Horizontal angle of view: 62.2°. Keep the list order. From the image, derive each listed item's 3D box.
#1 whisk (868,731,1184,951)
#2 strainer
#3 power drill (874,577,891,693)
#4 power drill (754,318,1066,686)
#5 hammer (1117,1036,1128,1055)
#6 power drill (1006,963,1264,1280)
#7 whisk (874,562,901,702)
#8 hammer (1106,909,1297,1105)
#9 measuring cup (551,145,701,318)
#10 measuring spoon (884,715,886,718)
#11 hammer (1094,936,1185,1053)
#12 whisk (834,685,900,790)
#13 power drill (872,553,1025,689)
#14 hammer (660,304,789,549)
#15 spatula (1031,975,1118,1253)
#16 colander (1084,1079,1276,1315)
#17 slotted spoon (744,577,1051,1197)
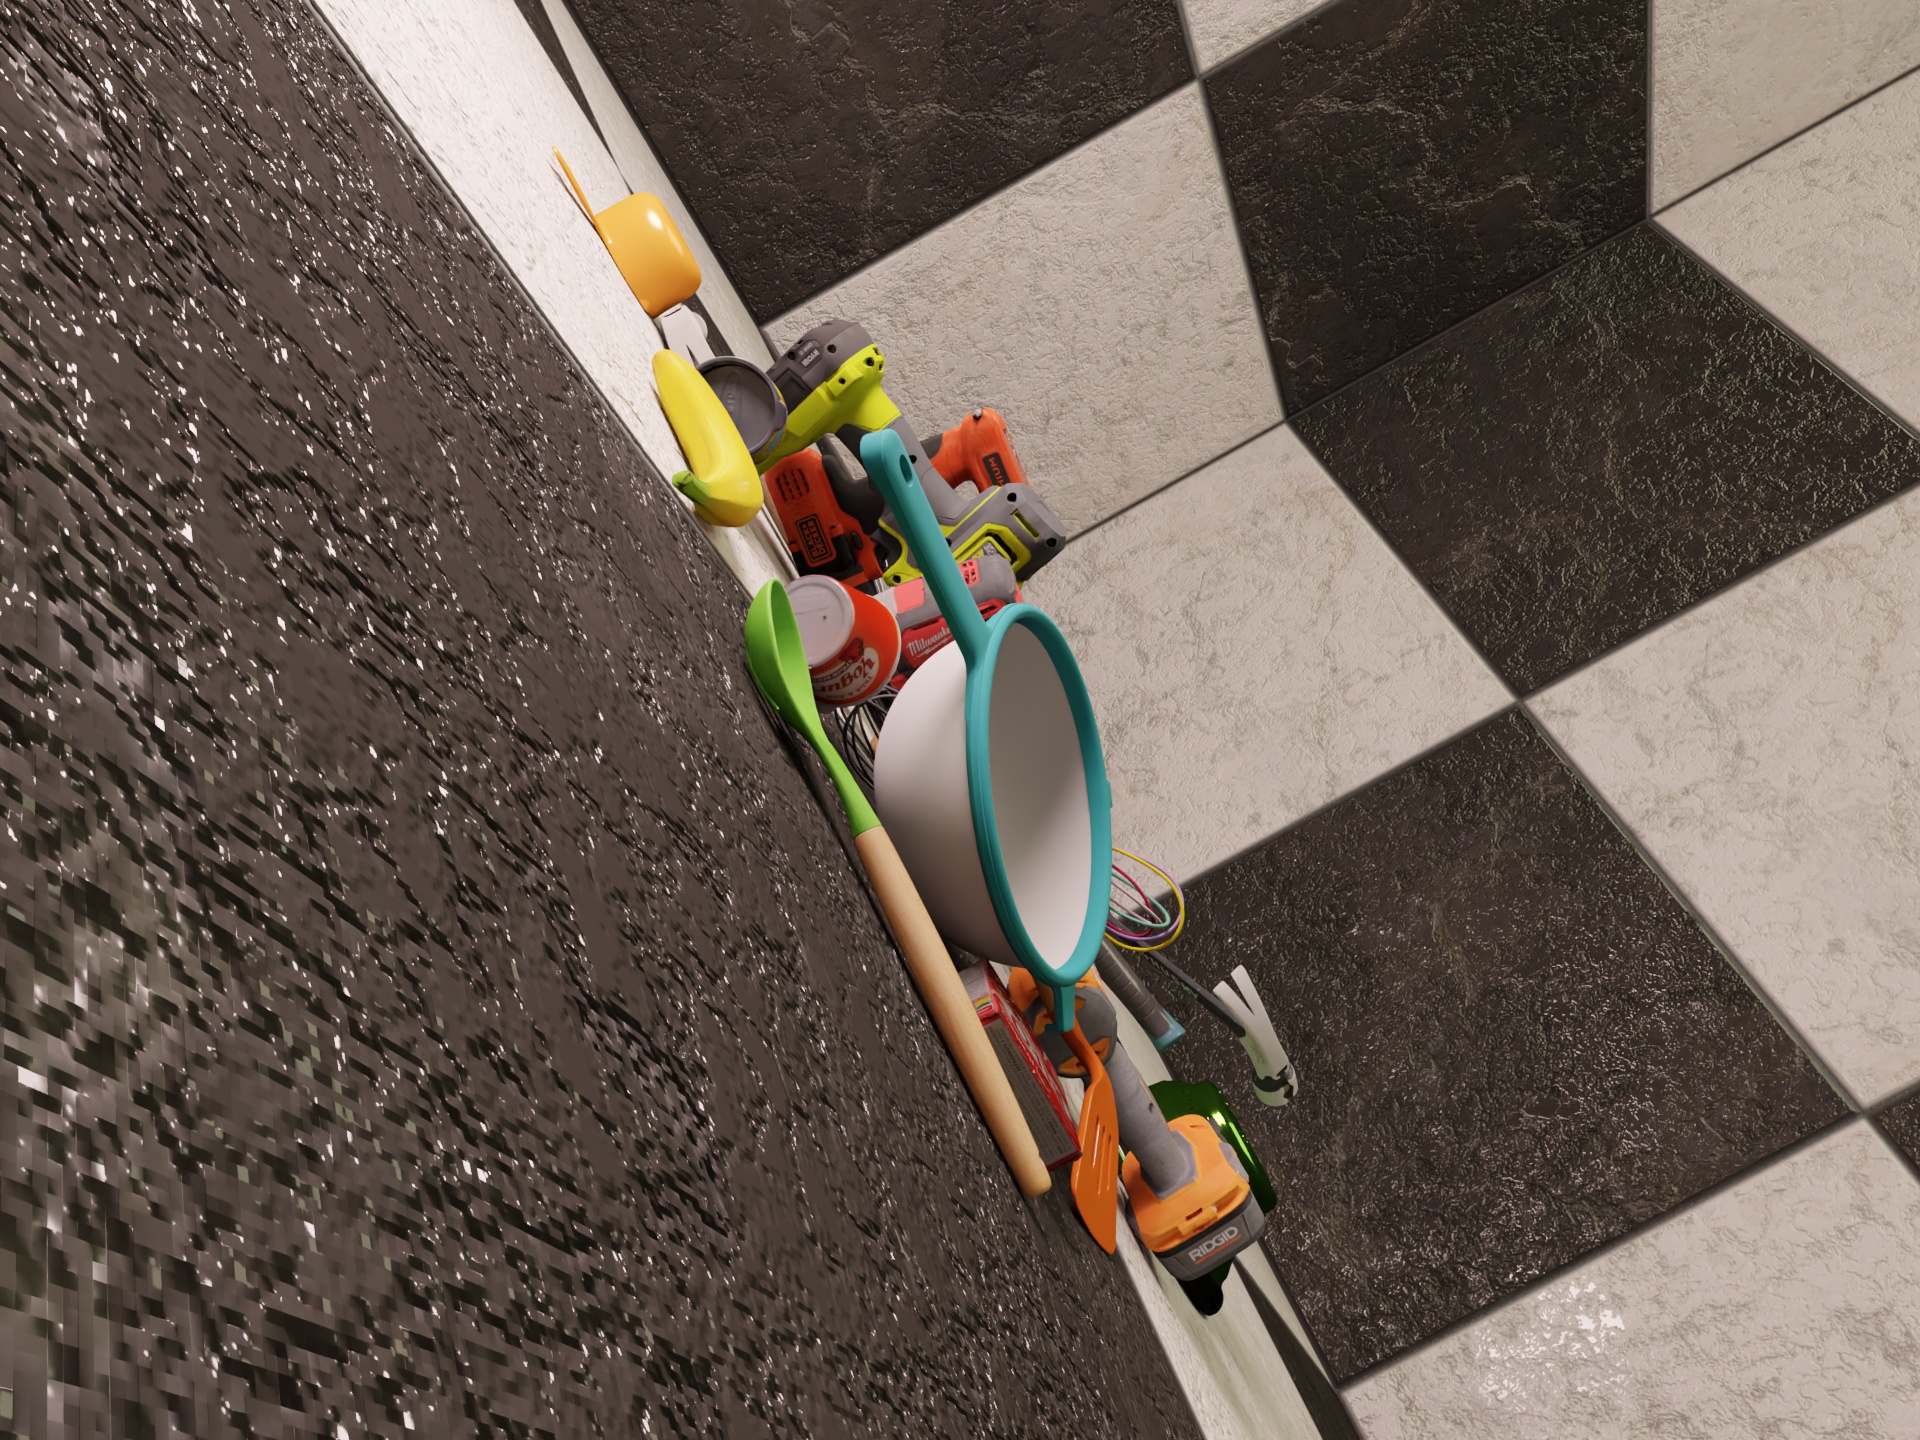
[{"bbox_3d":[0.036,0.074,1.017,0.245,0.047,0.051,31,32,25],"label":"whisk"},{"bbox_3d":[-0.012,-0.002,0.850,0.211,0.095,0.340,-74,147,-46],"label":"strainer"},{"bbox_3d":[-0.086,-0.128,1.395,0.226,0.084,0.185,57,3,-1],"label":"power drill"},{"bbox_3d":[-0.064,-0.146,1.121,0.228,0.190,0.080,48,18,-4],"label":"power drill"},{"bbox_3d":[0.079,0.214,1.384,0.127,0.034,0.336,64,4,36],"label":"hammer"},{"bbox_3d":[0.109,0.249,1.088,0.226,0.084,0.164,57,3,-12],"label":"power drill"},{"bbox_3d":[-0.047,-0.062,1.252,0.059,0.058,0.247,35,41,-57],"label":"whisk"},{"bbox_3d":[0.132,0.178,1.399,0.409,0.036,0.149,36,-21,44],"label":"hammer"},{"bbox_3d":[-0.246,-0.376,1.183,0.095,0.052,0.173,62,1,25],"label":"measuring cup"},{"bbox_3d":[-0.041,0.029,1.265,0.021,0.011,0.117,59,3,-40],"label":"measuring spoon"},{"bbox_3d":[0.079,0.150,1.327,0.331,0.033,0.128,51,-1,-8],"label":"hammer"},{"bbox_3d":[-0.020,0.058,0.997,0.055,0.055,0.238,63,0,45],"label":"whisk"},{"bbox_3d":[-0.002,-0.004,1.105,0.079,0.143,0.219,-100,169,-54],"label":"power drill"},{"bbox_3d":[-0.143,-0.174,1.257,0.331,0.031,0.130,61,2,-14],"label":"hammer"},{"bbox_3d":[0.045,0.163,0.969,0.080,0.041,0.323,62,4,-46],"label":"spatula"},{"bbox_3d":[0.205,0.382,1.333,0.205,0.094,0.396,62,3,25],"label":"colander"},{"bbox_3d":[-0.033,0.076,0.746,0.314,0.031,0.070,63,3,11],"label":"slotted spoon"}]
